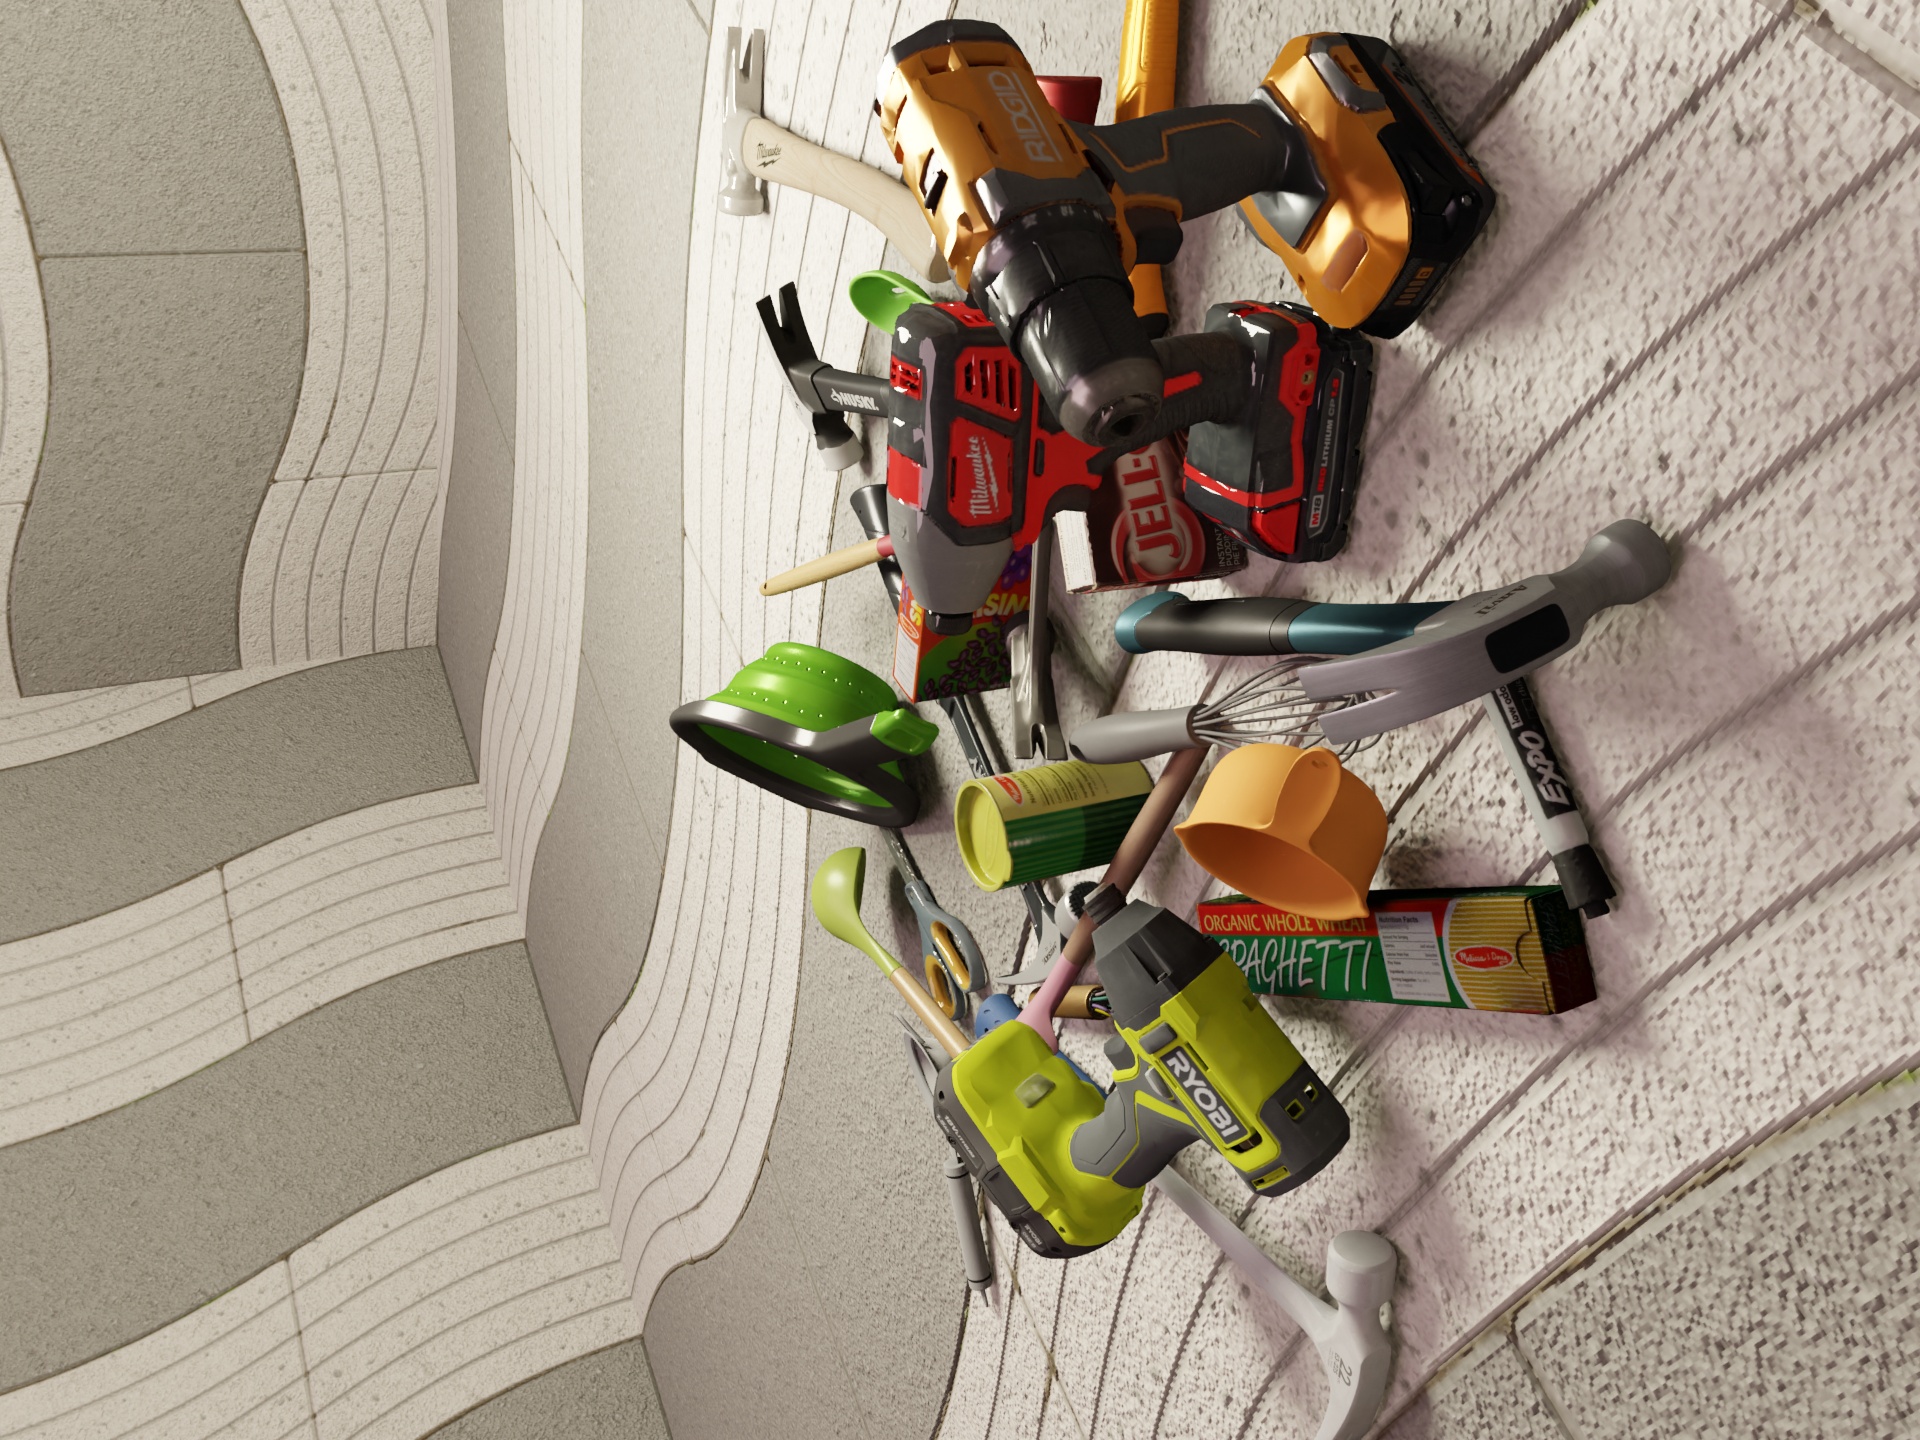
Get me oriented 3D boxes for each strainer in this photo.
[{"bbox_3d":[-0.003,0.340,1.242,0.087,0.050,0.258,-163,60,-69],"label":"strainer"}]

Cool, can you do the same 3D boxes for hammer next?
[{"bbox_3d":[0.048,-0.160,0.870,0.149,0.036,0.358,-92,3,-60],"label":"hammer"},{"bbox_3d":[0.091,-0.359,0.799,0.127,0.034,0.336,37,132,54],"label":"hammer"},{"bbox_3d":[-0.095,-0.409,1.169,0.411,0.038,0.146,45,136,50],"label":"hammer"},{"bbox_3d":[-0.038,-0.221,1.080,0.335,0.035,0.146,26,147,55],"label":"hammer"},{"bbox_3d":[-0.002,-0.004,1.122,0.409,0.036,0.149,68,153,26],"label":"hammer"},{"bbox_3d":[0.154,-0.042,0.719,0.033,0.128,0.331,63,166,-12],"label":"hammer"},{"bbox_3d":[0.116,0.278,0.972,0.406,0.035,0.144,32,127,58],"label":"hammer"}]

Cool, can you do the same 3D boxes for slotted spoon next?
[{"bbox_3d":[0.019,-0.243,0.989,0.031,0.070,0.314,-52,38,-3],"label":"slotted spoon"}]

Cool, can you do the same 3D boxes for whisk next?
[{"bbox_3d":[0.126,0.004,0.819,0.239,0.055,0.055,-11,89,60],"label":"whisk"},{"bbox_3d":[0.099,0.171,0.976,0.245,0.051,0.047,155,125,-68],"label":"whisk"}]

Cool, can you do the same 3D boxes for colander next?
[{"bbox_3d":[-0.085,-0.007,1.161,0.094,0.204,0.397,-68,17,-14],"label":"colander"}]

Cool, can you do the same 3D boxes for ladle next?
[{"bbox_3d":[-0.069,-0.120,1.152,0.315,0.031,0.069,-10,74,55],"label":"ladle"},{"bbox_3d":[-0.023,0.205,1.208,0.320,0.062,0.078,44,140,41],"label":"ladle"}]

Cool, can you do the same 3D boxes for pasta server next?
[{"bbox_3d":[0.085,0.121,0.937,0.060,0.040,0.316,-99,29,-55],"label":"pasta server"}]

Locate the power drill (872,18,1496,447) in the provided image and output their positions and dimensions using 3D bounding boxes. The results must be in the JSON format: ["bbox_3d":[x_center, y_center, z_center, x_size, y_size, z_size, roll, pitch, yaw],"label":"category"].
[{"bbox_3d":[0.096,-0.192,0.622,0.185,0.226,0.084,68,152,25],"label":"power drill"}]

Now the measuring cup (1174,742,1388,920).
[{"bbox_3d":[0.151,0.031,0.696,0.095,0.052,0.173,24,157,12],"label":"measuring cup"}]

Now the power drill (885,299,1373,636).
[{"bbox_3d":[0.069,-0.116,0.713,0.079,0.219,0.143,42,135,53],"label":"power drill"}]

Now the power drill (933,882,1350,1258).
[{"bbox_3d":[0.083,0.193,0.857,0.171,0.080,0.223,52,138,8],"label":"power drill"}]
